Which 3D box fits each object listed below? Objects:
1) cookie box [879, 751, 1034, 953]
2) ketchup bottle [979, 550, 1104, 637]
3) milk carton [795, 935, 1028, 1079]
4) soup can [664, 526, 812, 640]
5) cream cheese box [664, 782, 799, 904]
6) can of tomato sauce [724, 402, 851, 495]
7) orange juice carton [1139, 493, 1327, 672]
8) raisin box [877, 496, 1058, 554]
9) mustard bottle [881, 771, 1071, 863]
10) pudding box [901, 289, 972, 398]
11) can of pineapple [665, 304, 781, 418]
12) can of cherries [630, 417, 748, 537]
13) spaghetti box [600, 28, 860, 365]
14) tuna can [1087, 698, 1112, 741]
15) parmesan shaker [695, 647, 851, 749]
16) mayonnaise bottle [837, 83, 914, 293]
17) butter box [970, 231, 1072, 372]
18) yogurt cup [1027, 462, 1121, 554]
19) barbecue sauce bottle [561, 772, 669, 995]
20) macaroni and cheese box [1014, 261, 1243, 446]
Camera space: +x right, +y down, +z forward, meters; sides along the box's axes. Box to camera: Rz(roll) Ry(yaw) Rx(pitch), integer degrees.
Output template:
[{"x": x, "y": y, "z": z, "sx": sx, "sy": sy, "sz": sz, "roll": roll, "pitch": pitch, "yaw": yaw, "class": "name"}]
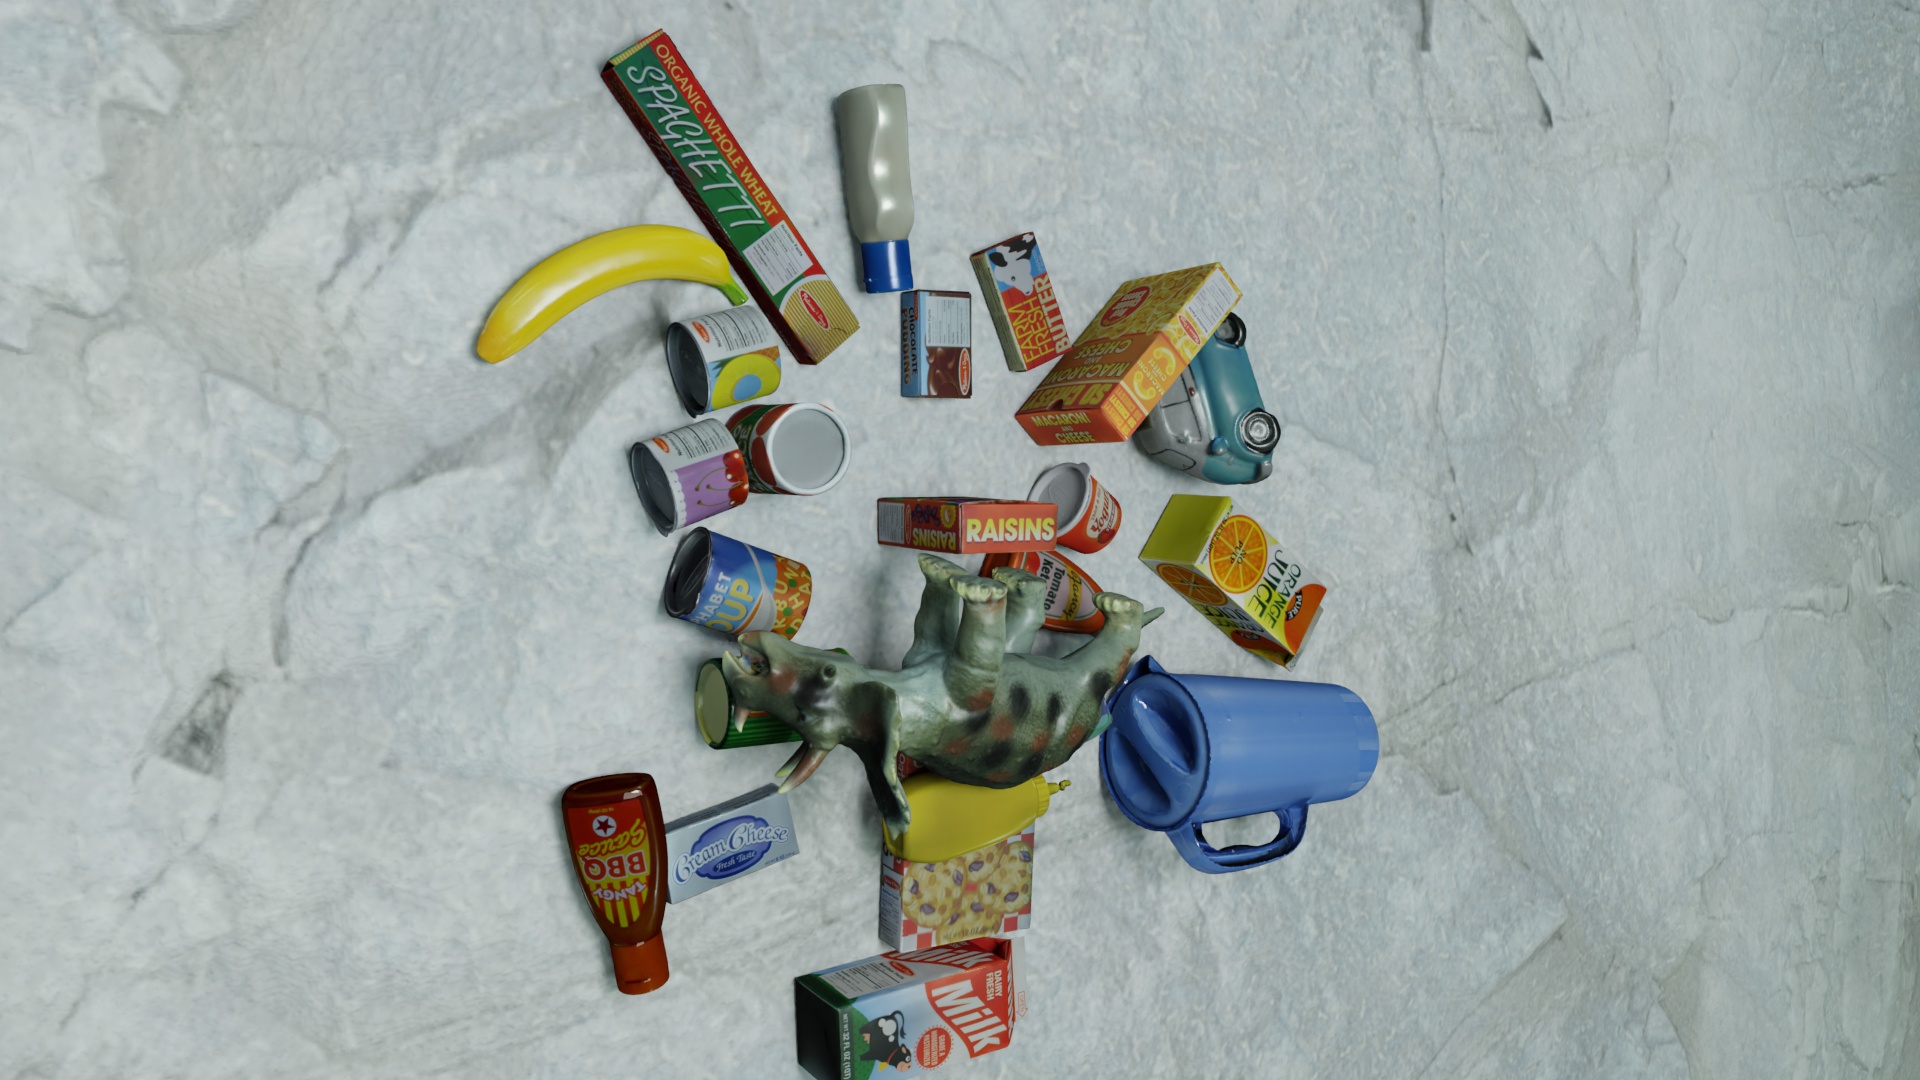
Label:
[{"x": -0.001, "y": 0.232, "z": 1.111, "sx": 0.123, "sy": 0.040, "sz": 0.167, "roll": 0, "pitch": 94, "yaw": -32, "class": "cookie box"}, {"x": 0.085, "y": 0.048, "z": 1.152, "sx": 0.149, "sy": 0.043, "sz": 0.065, "roll": 26, "pitch": 79, "yaw": -31, "class": "ketchup bottle"}, {"x": -0.027, "y": 0.363, "z": 1.082, "sx": 0.191, "sy": 0.073, "sz": 0.072, "roll": -6, "pitch": 96, "yaw": -32, "class": "milk carton"}, {"x": -0.157, "y": 0.036, "z": 0.982, "sx": 0.084, "sy": 0.071, "sz": 0.071, "roll": 22, "pitch": 82, "yaw": -32, "class": "soup can"}, {"x": -0.172, "y": 0.220, "z": 1.011, "sx": 0.104, "sy": 0.024, "sz": 0.053, "roll": -17, "pitch": 100, "yaw": -31, "class": "cream cheese box"}, {"x": -0.127, "y": -0.064, "z": 0.987, "sx": 0.071, "sy": 0.083, "sz": 0.071, "roll": -2, "pitch": 94, "yaw": -32, "class": "can of tomato sauce"}, {"x": 0.257, "y": 0.041, "z": 1.242, "sx": 0.192, "sy": 0.073, "sz": 0.072, "roll": 39, "pitch": 73, "yaw": -28, "class": "orange juice carton"}, {"x": 0.004, "y": -0.013, "z": 1.049, "sx": 0.086, "sy": 0.123, "sz": 0.040, "roll": -1, "pitch": 94, "yaw": -32, "class": "raisin box"}, {"x": 0.018, "y": 0.203, "z": 1.066, "sx": 0.161, "sy": 0.049, "sz": 0.065, "roll": -5, "pitch": 95, "yaw": -32, "class": "mustard bottle"}, {"x": -0.019, "y": -0.152, "z": 1.082, "sx": 0.050, "sy": 0.030, "sz": 0.083, "roll": -3, "pitch": 95, "yaw": -33, "class": "pudding box"}, {"x": -0.166, "y": -0.125, "z": 0.971, "sx": 0.058, "sy": 0.071, "sz": 0.071, "roll": -20, "pitch": 104, "yaw": -30, "class": "can of pineapple"}, {"x": -0.187, "y": -0.044, "z": 0.963, "sx": 0.058, "sy": 0.071, "sz": 0.071, "roll": -24, "pitch": 106, "yaw": -30, "class": "can of cherries"}, {"x": -0.160, "y": -0.239, "z": 0.987, "sx": 0.050, "sy": 0.028, "sz": 0.249, "roll": -44, "pitch": 114, "yaw": -22, "class": "spaghetti box"}, {"x": 0.088, "y": 0.143, "z": 1.144, "sx": 0.071, "sy": 0.071, "sz": 0.032, "roll": -28, "pitch": 106, "yaw": -28, "class": "tuna can"}, {"x": -0.131, "y": 0.116, "z": 1.003, "sx": 0.103, "sy": 0.071, "sz": 0.071, "roll": -2, "pitch": 94, "yaw": -32, "class": "parmesan shaker"}, {"x": -0.060, "y": -0.259, "z": 1.032, "sx": 0.041, "sy": 0.065, "sz": 0.147, "roll": -12, "pitch": 103, "yaw": -29, "class": "mayonnaise bottle"}, {"x": 0.050, "y": -0.193, "z": 1.126, "sx": 0.053, "sy": 0.024, "sz": 0.103, "roll": -29, "pitch": 107, "yaw": -27, "class": "butter box"}, {"x": 0.096, "y": -0.023, "z": 1.143, "sx": 0.054, "sy": 0.072, "sz": 0.072, "roll": 30, "pitch": 77, "yaw": -38, "class": "yogurt cup"}, {"x": -0.231, "y": 0.237, "z": 0.958, "sx": 0.065, "sy": 0.044, "sz": 0.148, "roll": -8, "pitch": 100, "yaw": 1, "class": "barbecue sauce bottle"}, {"x": 0.133, "y": -0.149, "z": 1.123, "sx": 0.040, "sy": 0.123, "sz": 0.167, "roll": 48, "pitch": 69, "yaw": -22, "class": "macaroni and cheese box"}]
